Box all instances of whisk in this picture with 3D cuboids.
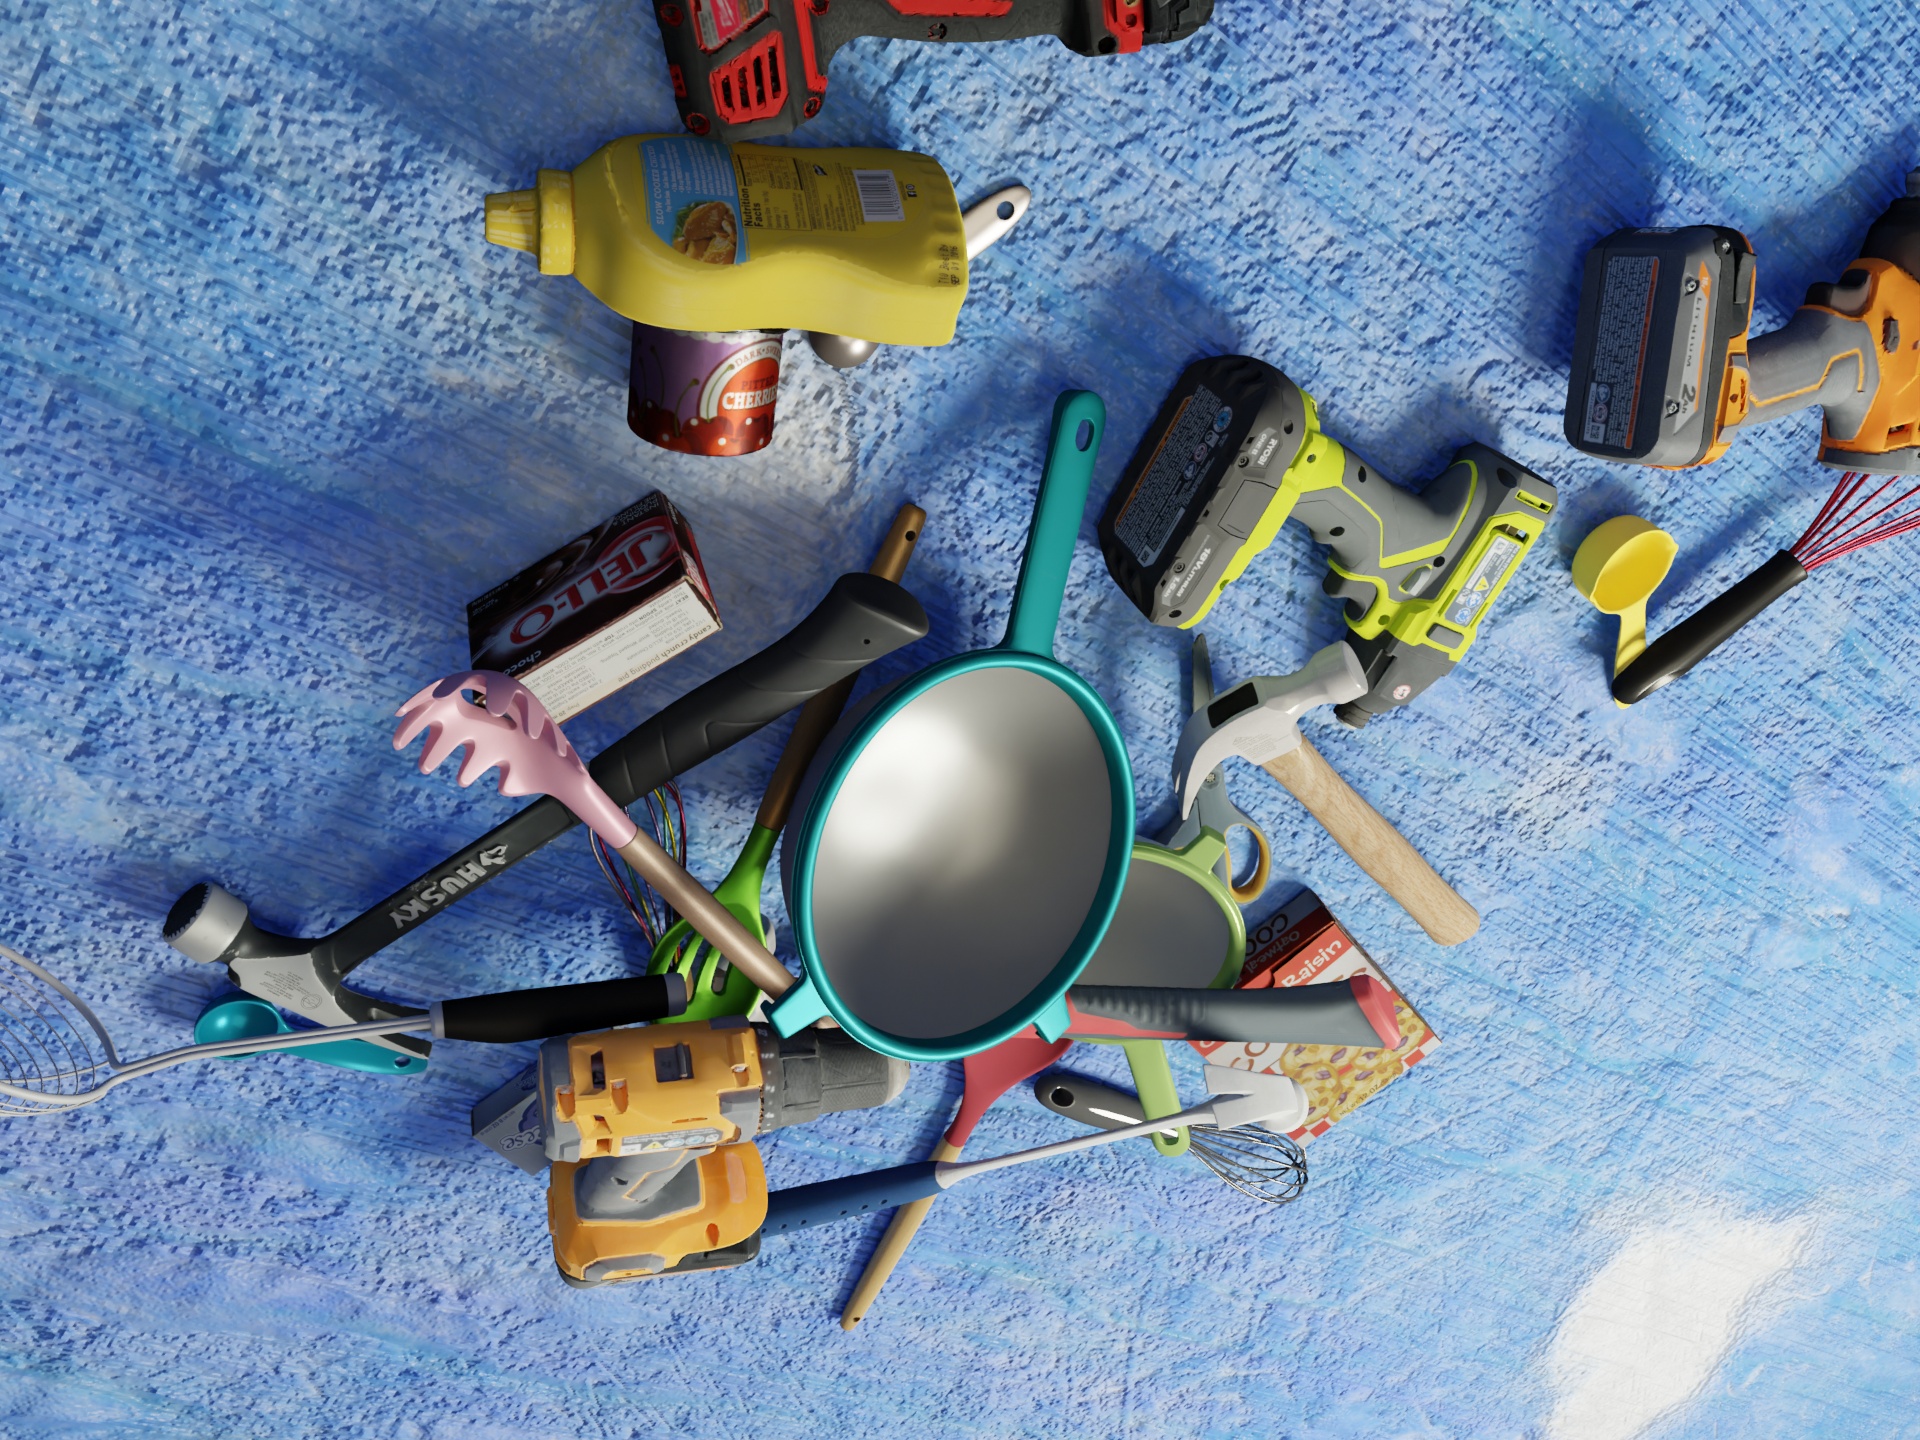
[{"bbox_3d":[0.147,0.282,1.082,0.238,0.055,0.055,24,111,-25],"label":"whisk"},{"bbox_3d":[-0.166,0.114,0.875,0.047,0.051,0.244,1,127,5],"label":"whisk"},{"bbox_3d":[0.513,-0.106,0.948,0.296,0.073,0.073,-39,125,9],"label":"whisk"}]

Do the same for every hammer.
[{"bbox_3d":[-0.188,0.047,0.766,0.409,0.036,0.149,-30,128,19],"label":"hammer"},{"bbox_3d":[0.235,0.065,0.950,0.130,0.031,0.331,-26,139,24],"label":"hammer"},{"bbox_3d":[0.052,0.178,0.913,0.386,0.038,0.143,1,124,3],"label":"hammer"},{"bbox_3d":[-0.003,0.265,0.940,0.405,0.035,0.144,-17,159,15],"label":"hammer"}]

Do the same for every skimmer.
[{"bbox_3d":[-0.311,0.122,0.748,0.363,0.127,0.090,-3,105,-20],"label":"skimmer"}]

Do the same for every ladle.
[{"bbox_3d":[-0.013,0.295,1.045,0.069,0.031,0.315,16,117,-24],"label":"ladle"}]

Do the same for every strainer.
[{"bbox_3d":[-0.001,-0.003,0.811,0.210,0.095,0.340,11,94,-40],"label":"strainer"},{"bbox_3d":[0.103,0.156,0.960,0.151,0.069,0.256,-11,123,11],"label":"strainer"}]

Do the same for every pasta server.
[{"bbox_3d":[-0.145,0.076,0.751,0.060,0.040,0.315,-16,134,23],"label":"pasta server"}]

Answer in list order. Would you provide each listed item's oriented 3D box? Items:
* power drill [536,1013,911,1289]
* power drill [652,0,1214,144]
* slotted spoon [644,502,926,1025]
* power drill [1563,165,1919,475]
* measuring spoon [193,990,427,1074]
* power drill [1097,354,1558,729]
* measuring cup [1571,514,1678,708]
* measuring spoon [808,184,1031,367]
[{"bbox_3d":[-0.134,0.227,0.858,0.185,0.084,0.226,-3,144,-18],"label":"power drill"},{"bbox_3d":[-0.017,-0.321,0.628,0.219,0.079,0.143,-14,124,-7],"label":"power drill"},{"bbox_3d":[-0.087,0.032,0.827,0.070,0.031,0.313,18,103,-34],"label":"slotted spoon"},{"bbox_3d":[0.441,-0.212,0.844,0.226,0.084,0.164,-4,107,-21],"label":"power drill"},{"bbox_3d":[-0.349,0.170,0.861,0.128,0.021,0.042,25,110,-40],"label":"measuring spoon"},{"bbox_3d":[0.193,-0.088,0.845,0.223,0.080,0.171,16,114,-30],"label":"power drill"},{"bbox_3d":[0.399,-0.063,0.967,0.062,0.029,0.156,-30,138,-5],"label":"measuring cup"},{"bbox_3d":[-0.016,-0.205,0.733,0.124,0.018,0.034,-37,125,5],"label":"measuring spoon"}]
